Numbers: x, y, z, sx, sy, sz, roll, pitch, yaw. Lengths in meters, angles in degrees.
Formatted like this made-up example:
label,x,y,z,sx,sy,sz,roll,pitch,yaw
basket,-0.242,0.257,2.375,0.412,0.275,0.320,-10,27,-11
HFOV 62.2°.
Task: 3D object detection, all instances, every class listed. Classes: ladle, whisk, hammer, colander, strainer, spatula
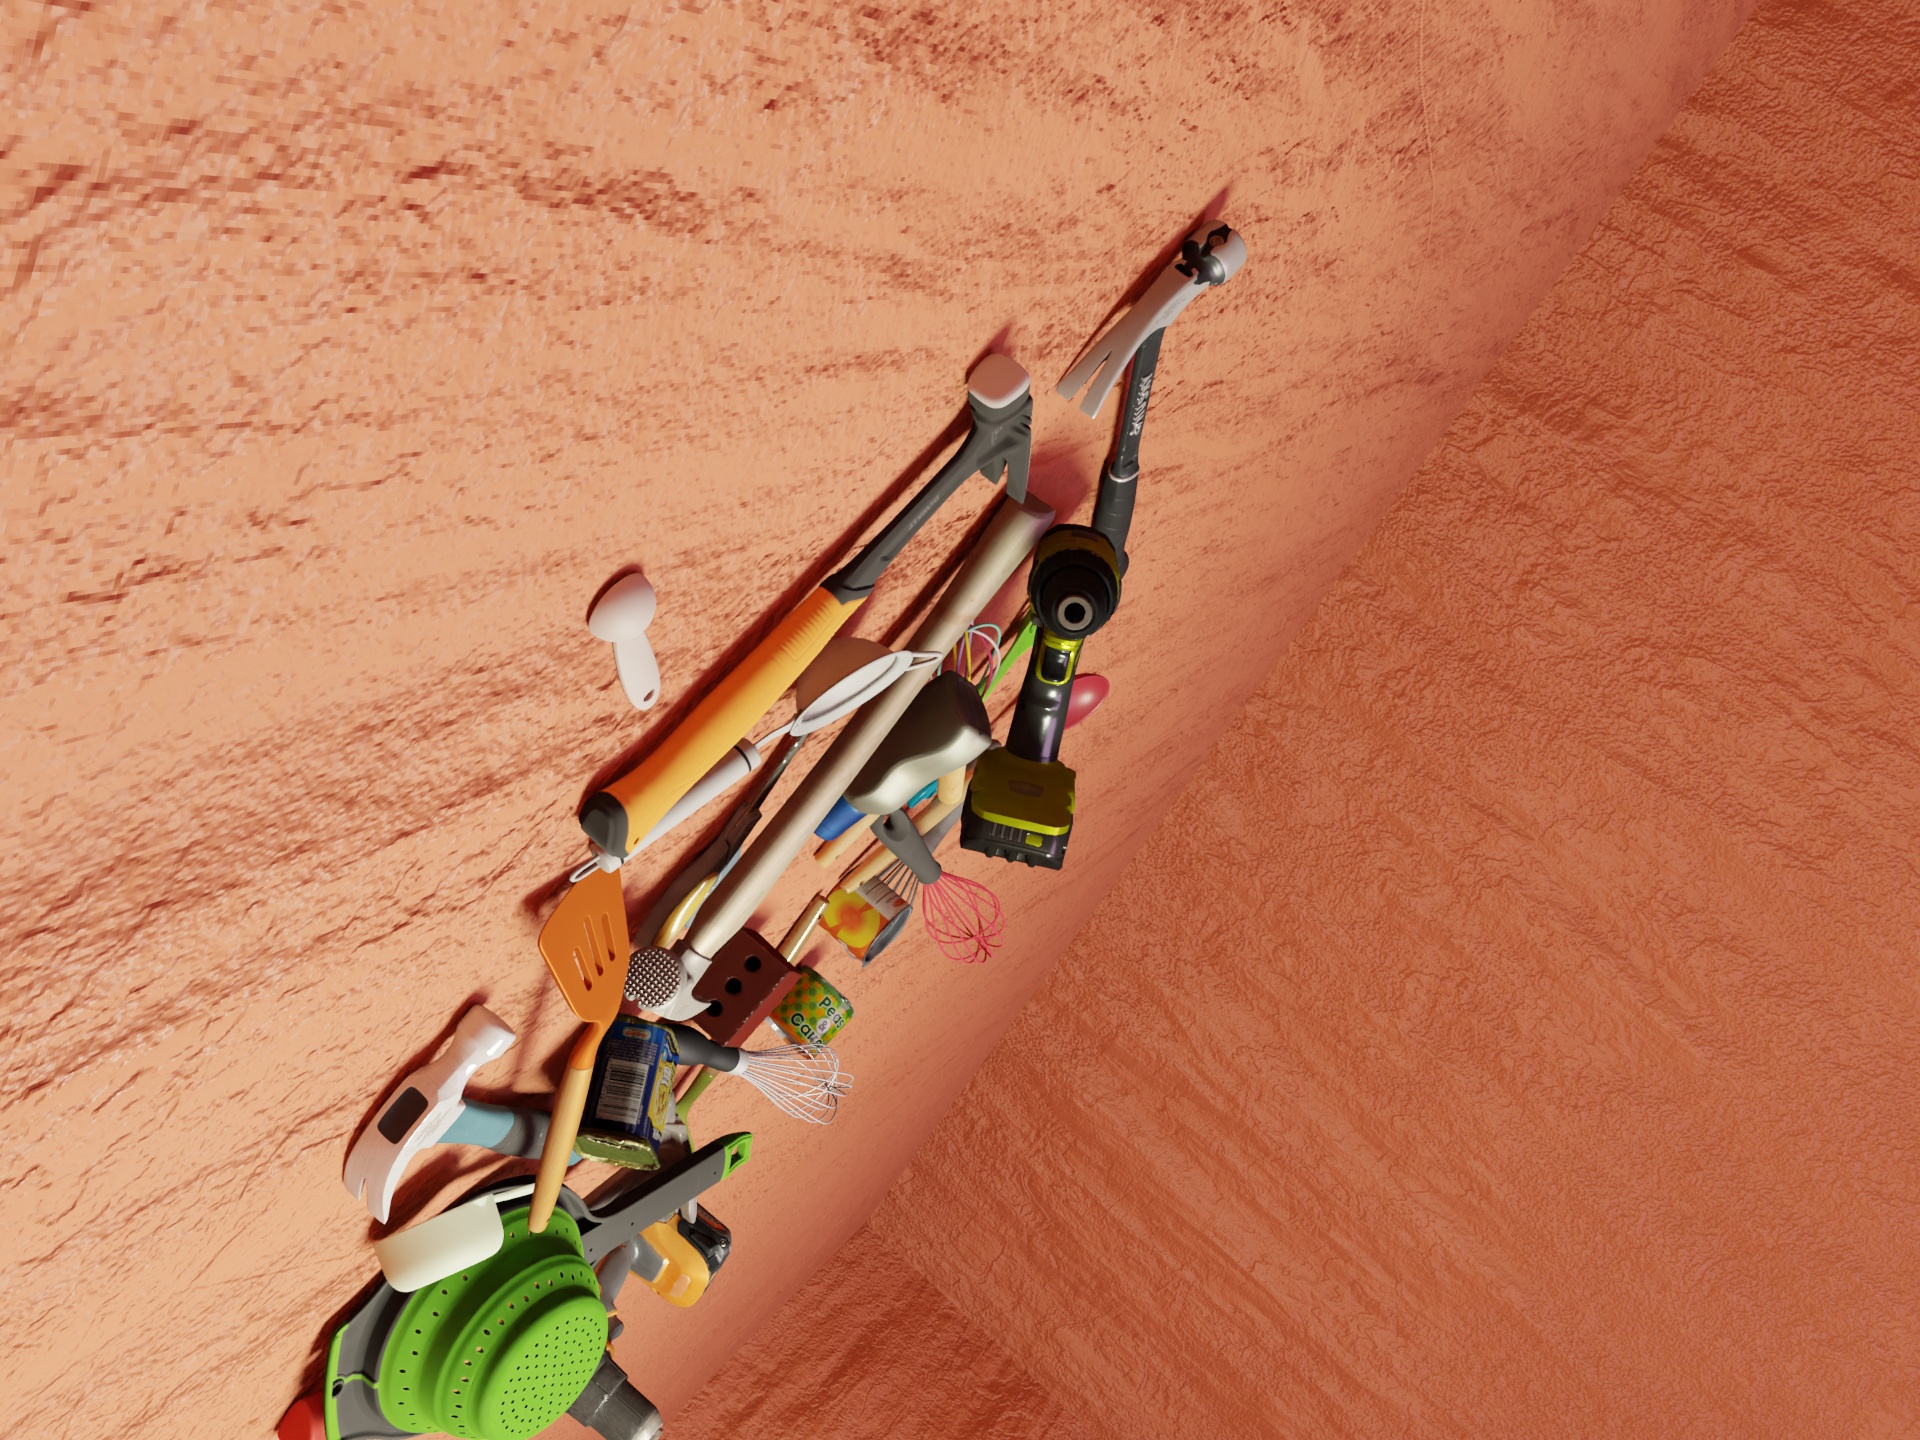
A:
label,x,y,z,sx,sy,sz,roll,pitch,yaw
ladle,0.014,0.052,1.414,0.315,0.031,0.069,-39,149,-22
whisk,-0.032,0.117,1.452,0.239,0.055,0.055,-55,167,0
hammer,-0.343,0.429,1.204,0.359,0.037,0.149,-35,134,-41
colander,-0.268,0.414,1.175,0.397,0.095,0.204,-20,128,-51
hammer,-0.078,-0.054,0.871,0.337,0.034,0.127,-47,165,-14
strainer,-0.118,0.013,0.907,0.258,0.050,0.087,-38,173,-27
ladle,-0.193,0.287,1.358,0.320,0.062,0.078,-56,151,11
whisk,-0.002,-0.006,1.191,0.051,0.047,0.244,-35,157,-22
hammer,-0.289,0.257,1.005,0.128,0.033,0.330,-49,167,-12
whisk,-0.021,0.142,1.391,0.073,0.073,0.295,-48,146,-11
hammer,-0.070,0.019,1.034,0.411,0.038,0.146,-53,172,-9
spatula,-0.239,0.214,0.956,0.081,0.041,0.322,-58,173,-52
whisk,-0.169,0.285,1.306,0.070,0.070,0.284,-51,148,0
hammer,0.119,-0.187,1.160,0.149,0.036,0.408,-46,166,-15

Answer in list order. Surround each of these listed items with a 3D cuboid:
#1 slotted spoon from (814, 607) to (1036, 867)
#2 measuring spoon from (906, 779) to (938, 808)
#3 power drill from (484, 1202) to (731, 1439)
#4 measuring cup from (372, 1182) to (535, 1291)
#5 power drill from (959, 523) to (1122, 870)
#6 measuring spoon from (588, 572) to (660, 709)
label,x,y,z,sx,sy,sz,roll,pitch,yaw
slotted spoon,-0.005,-0.002,1.266,0.314,0.031,0.070,-47,166,-8
measuring spoon,-0.030,0.054,1.366,0.042,0.021,0.128,-43,176,1
power drill,-0.285,0.500,1.351,0.084,0.185,0.226,-59,168,25
measuring cup,-0.310,0.333,1.041,0.083,0.038,0.167,-26,168,16
power drill,0.061,-0.018,1.114,0.191,0.080,0.228,-76,179,-74
measuring spoon,-0.148,-0.029,0.739,0.034,0.018,0.124,-46,167,-19
